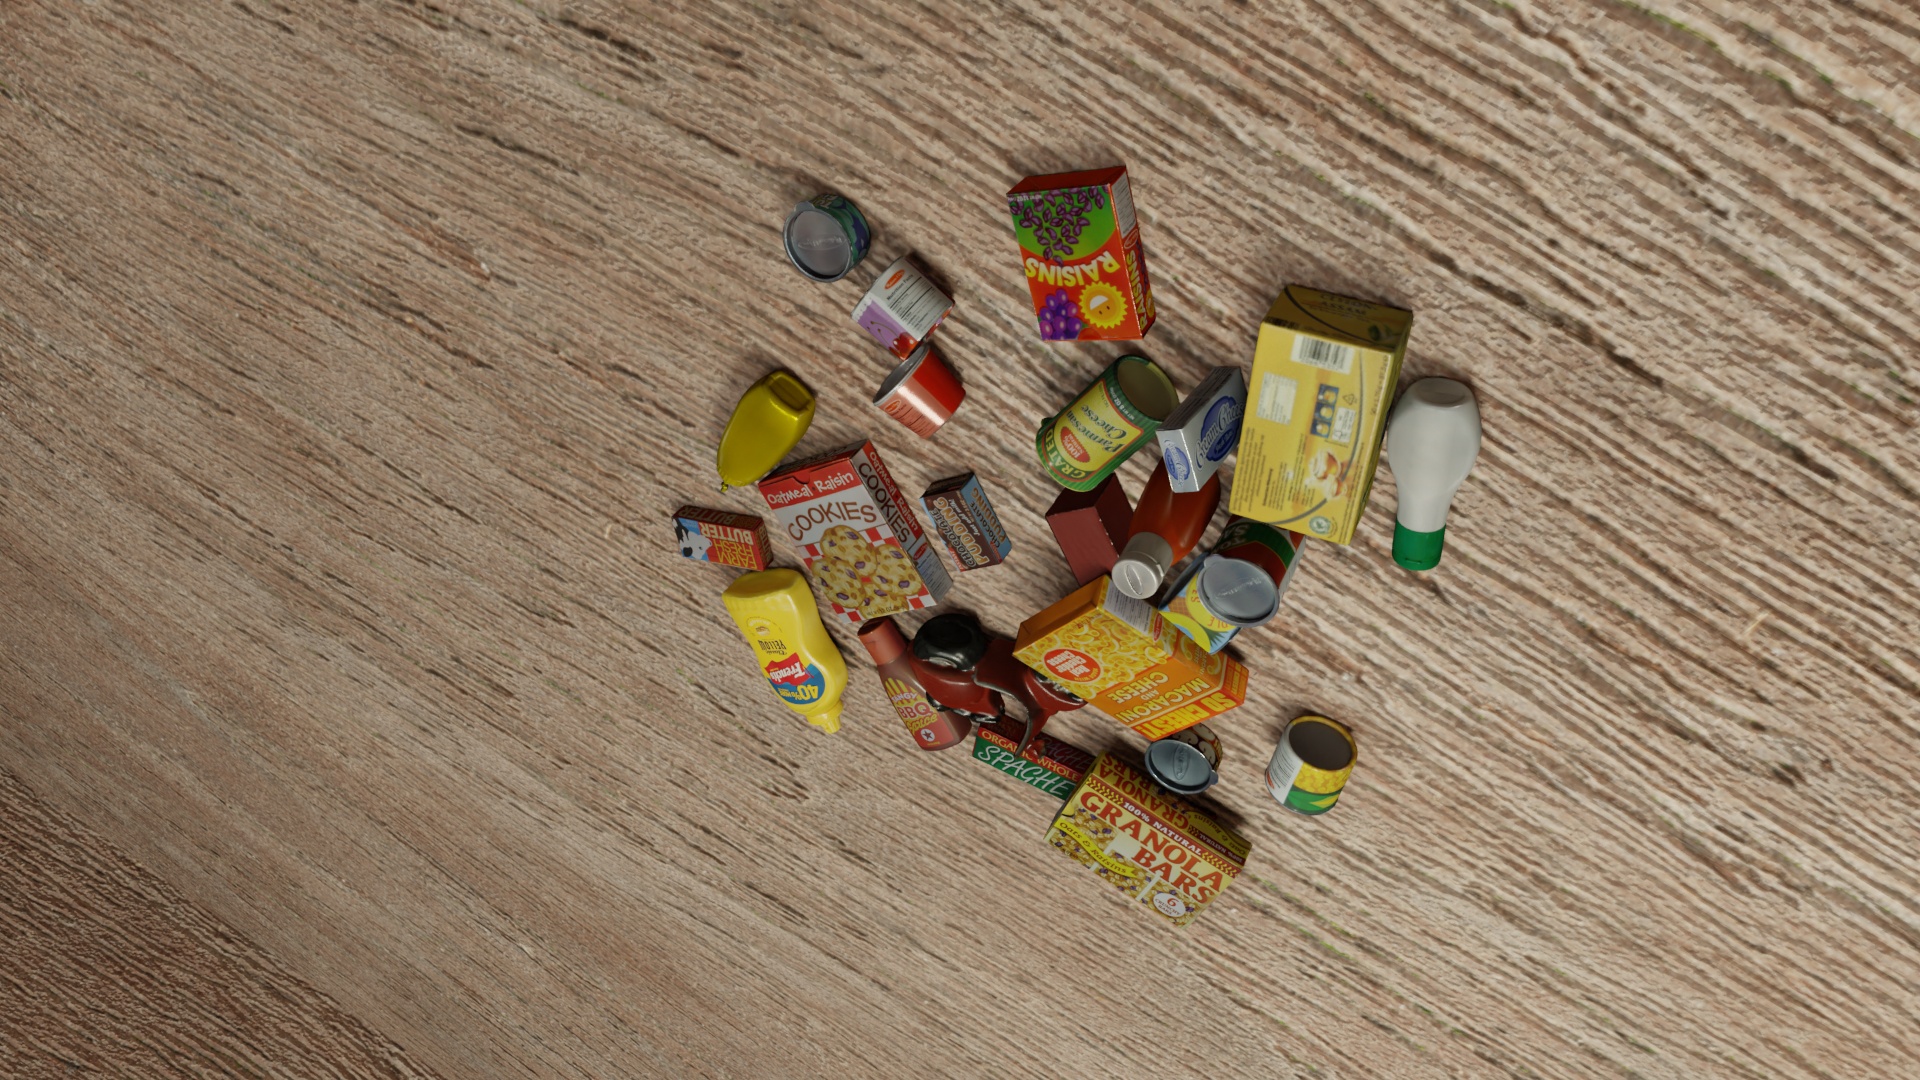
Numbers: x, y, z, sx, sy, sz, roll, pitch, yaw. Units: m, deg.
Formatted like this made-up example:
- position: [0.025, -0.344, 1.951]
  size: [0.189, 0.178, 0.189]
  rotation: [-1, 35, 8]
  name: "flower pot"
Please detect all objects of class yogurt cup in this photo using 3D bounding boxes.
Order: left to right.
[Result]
- position: [-0.032, -0.123, 1.169]
  size: [0.054, 0.073, 0.072]
  rotation: [42, 135, -15]
  name: "yogurt cup"

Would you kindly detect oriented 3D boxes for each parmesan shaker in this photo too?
- position: [0.114, -0.095, 1.100]
  size: [0.071, 0.072, 0.102]
  rotation: [43, 134, -5]
  name: "parmesan shaker"

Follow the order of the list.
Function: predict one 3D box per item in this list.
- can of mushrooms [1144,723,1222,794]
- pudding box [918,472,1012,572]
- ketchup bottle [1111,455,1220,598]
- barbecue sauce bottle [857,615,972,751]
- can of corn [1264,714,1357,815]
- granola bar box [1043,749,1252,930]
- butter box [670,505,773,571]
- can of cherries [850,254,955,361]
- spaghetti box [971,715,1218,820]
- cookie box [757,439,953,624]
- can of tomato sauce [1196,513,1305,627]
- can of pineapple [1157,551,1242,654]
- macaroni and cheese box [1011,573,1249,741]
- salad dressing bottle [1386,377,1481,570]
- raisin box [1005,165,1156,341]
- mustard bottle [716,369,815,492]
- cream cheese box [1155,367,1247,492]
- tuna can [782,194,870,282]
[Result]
- position: [0.210, 0.201, 1.289]
  size: [0.071, 0.034, 0.070]
  rotation: [16, 129, 21]
  name: "can of mushrooms"
- position: [0.004, -0.016, 1.250]
  size: [0.049, 0.030, 0.083]
  rotation: [-11, 117, 37]
  name: "pudding box"
- position: [0.159, -0.012, 1.076]
  size: [0.043, 0.149, 0.064]
  rotation: [-9, 118, 34]
  name: "ketchup bottle"
- position: [-0.050, 0.142, 1.394]
  size: [0.064, 0.044, 0.148]
  rotation: [-17, 113, 40]
  name: "barbecue sauce bottle"
- position: [0.306, 0.194, 1.204]
  size: [0.071, 0.071, 0.058]
  rotation: [23, 132, 14]
  name: "can of corn"
- position: [0.176, 0.289, 1.330]
  size: [0.165, 0.039, 0.123]
  rotation: [32, 133, 6]
  name: "granola bar box"
- position: [-0.242, -0.002, 1.414]
  size: [0.103, 0.024, 0.052]
  rotation: [9, 128, 26]
  name: "butter box"
- position: [-0.047, -0.187, 1.128]
  size: [0.058, 0.072, 0.071]
  rotation: [40, 134, -3]
  name: "can of cherries"
- position: [0.128, 0.241, 1.372]
  size: [0.250, 0.029, 0.049]
  rotation: [23, 131, 14]
  name: "spaghetti box"
- position: [-0.100, -0.005, 1.314]
  size: [0.122, 0.040, 0.167]
  rotation: [-14, 115, 38]
  name: "cookie box"
- position: [0.230, 0.017, 1.101]
  size: [0.071, 0.083, 0.070]
  rotation: [16, 130, 20]
  name: "can of tomato sauce"
- position: [0.206, 0.051, 1.152]
  size: [0.058, 0.071, 0.070]
  rotation: [39, 134, 0]
  name: "can of pineapple"
- position: [0.149, 0.105, 1.213]
  size: [0.166, 0.040, 0.123]
  rotation: [33, 142, -19]
  name: "macaroni and cheese box"
- position: [0.341, -0.046, 1.016]
  size: [0.064, 0.044, 0.146]
  rotation: [11, 129, 21]
  name: "salad dressing bottle"
- position: [0.092, -0.212, 1.042]
  size: [0.086, 0.040, 0.122]
  rotation: [2, 125, 29]
  name: "raisin box"
- position: [-0.193, -0.093, 1.298]
  size: [0.065, 0.049, 0.159]
  rotation: [42, 135, -3]
  name: "mustard bottle"
- position: [0.183, -0.084, 1.039]
  size: [0.024, 0.104, 0.053]
  rotation: [1, 122, 39]
  name: "cream cheese box"
- position: [-0.111, -0.250, 1.139]
  size: [0.071, 0.033, 0.070]
  rotation: [16, 130, 20]
  name: "tuna can"
